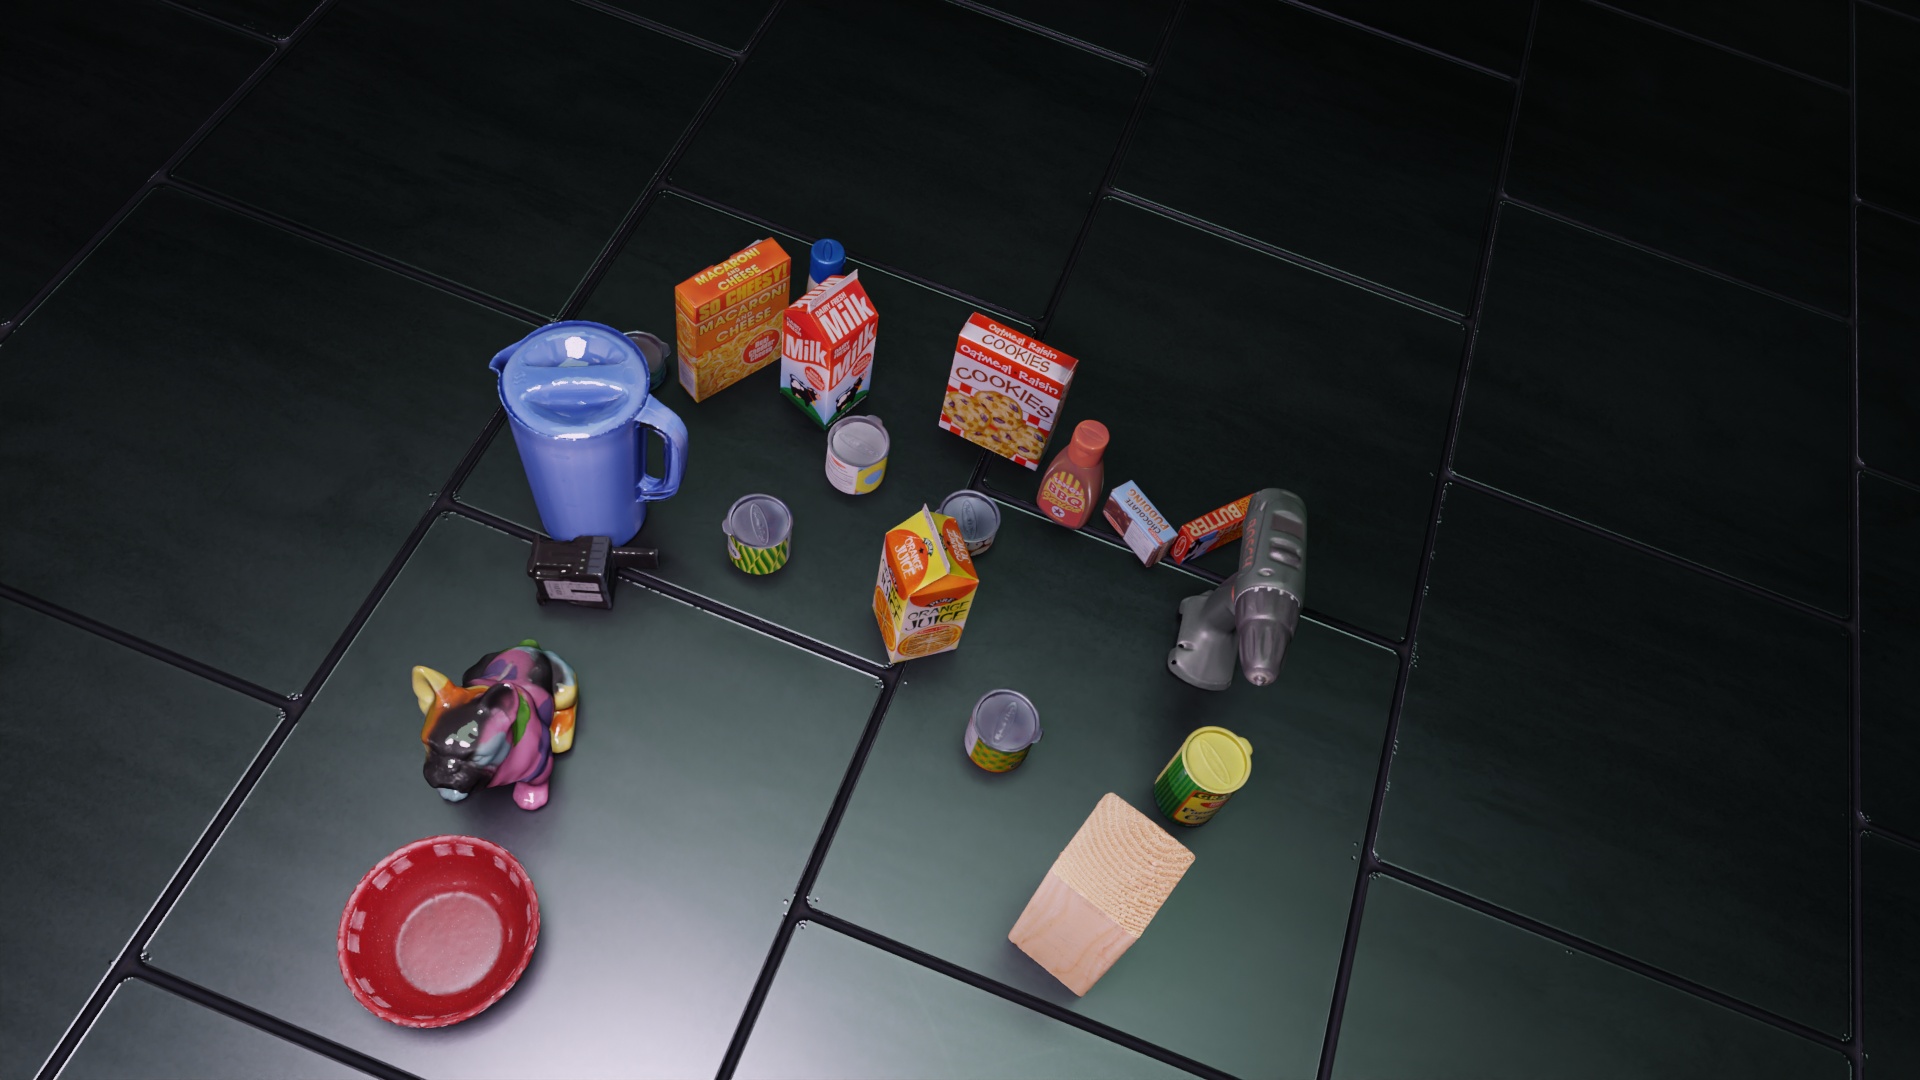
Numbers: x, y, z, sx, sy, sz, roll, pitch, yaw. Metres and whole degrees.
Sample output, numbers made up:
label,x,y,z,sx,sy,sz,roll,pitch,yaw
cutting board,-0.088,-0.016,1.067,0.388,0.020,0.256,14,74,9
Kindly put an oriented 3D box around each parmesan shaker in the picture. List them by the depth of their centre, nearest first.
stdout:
label,x,y,z,sx,sy,sz,roll,pitch,yaw
parmesan shaker,0.234,0.228,1.336,0.071,0.102,0.071,4,59,-7

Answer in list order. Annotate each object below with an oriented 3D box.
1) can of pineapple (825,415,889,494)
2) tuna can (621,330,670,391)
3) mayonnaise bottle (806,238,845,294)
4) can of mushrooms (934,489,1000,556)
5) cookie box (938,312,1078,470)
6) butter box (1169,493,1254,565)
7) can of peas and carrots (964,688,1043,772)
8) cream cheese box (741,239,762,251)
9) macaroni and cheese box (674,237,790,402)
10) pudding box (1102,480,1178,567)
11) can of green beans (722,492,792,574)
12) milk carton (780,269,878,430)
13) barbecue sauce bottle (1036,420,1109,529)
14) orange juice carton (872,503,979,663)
label,x,y,z,sx,sy,sz,roll,pitch,yaw
can of pineapple,-0.110,-0.092,1.496,0.071,0.057,0.071,4,59,-7
tuna can,-0.355,-0.197,1.532,0.071,0.032,0.071,4,59,-7
mayonnaise bottle,-0.152,-0.273,1.544,0.041,0.147,0.065,3,59,-8
can of mushrooms,0.005,-0.019,1.486,0.071,0.033,0.071,4,59,-7
cookie box,0.049,-0.159,1.498,0.123,0.166,0.040,26,59,6
butter box,0.280,-0.013,1.517,0.104,0.053,0.024,-23,66,-21
can of peas and carrots,0.042,0.187,1.355,0.071,0.058,0.071,4,59,-7
cream cheese box,-0.260,-0.297,1.596,0.024,0.053,0.104,39,61,13
macaroni and cheese box,-0.245,-0.236,1.496,0.124,0.165,0.040,-34,70,-25
pudding box,0.194,-0.019,1.508,0.030,0.049,0.084,-29,68,-23
can of green beans,-0.207,-0.006,1.429,0.071,0.057,0.071,4,59,-7
milk carton,-0.141,-0.210,1.484,0.073,0.189,0.072,41,62,15
barbecue sauce bottle,0.124,-0.072,1.470,0.065,0.147,0.044,32,60,10
orange juice carton,-0.034,0.042,1.350,0.073,0.191,0.072,-12,63,-16
